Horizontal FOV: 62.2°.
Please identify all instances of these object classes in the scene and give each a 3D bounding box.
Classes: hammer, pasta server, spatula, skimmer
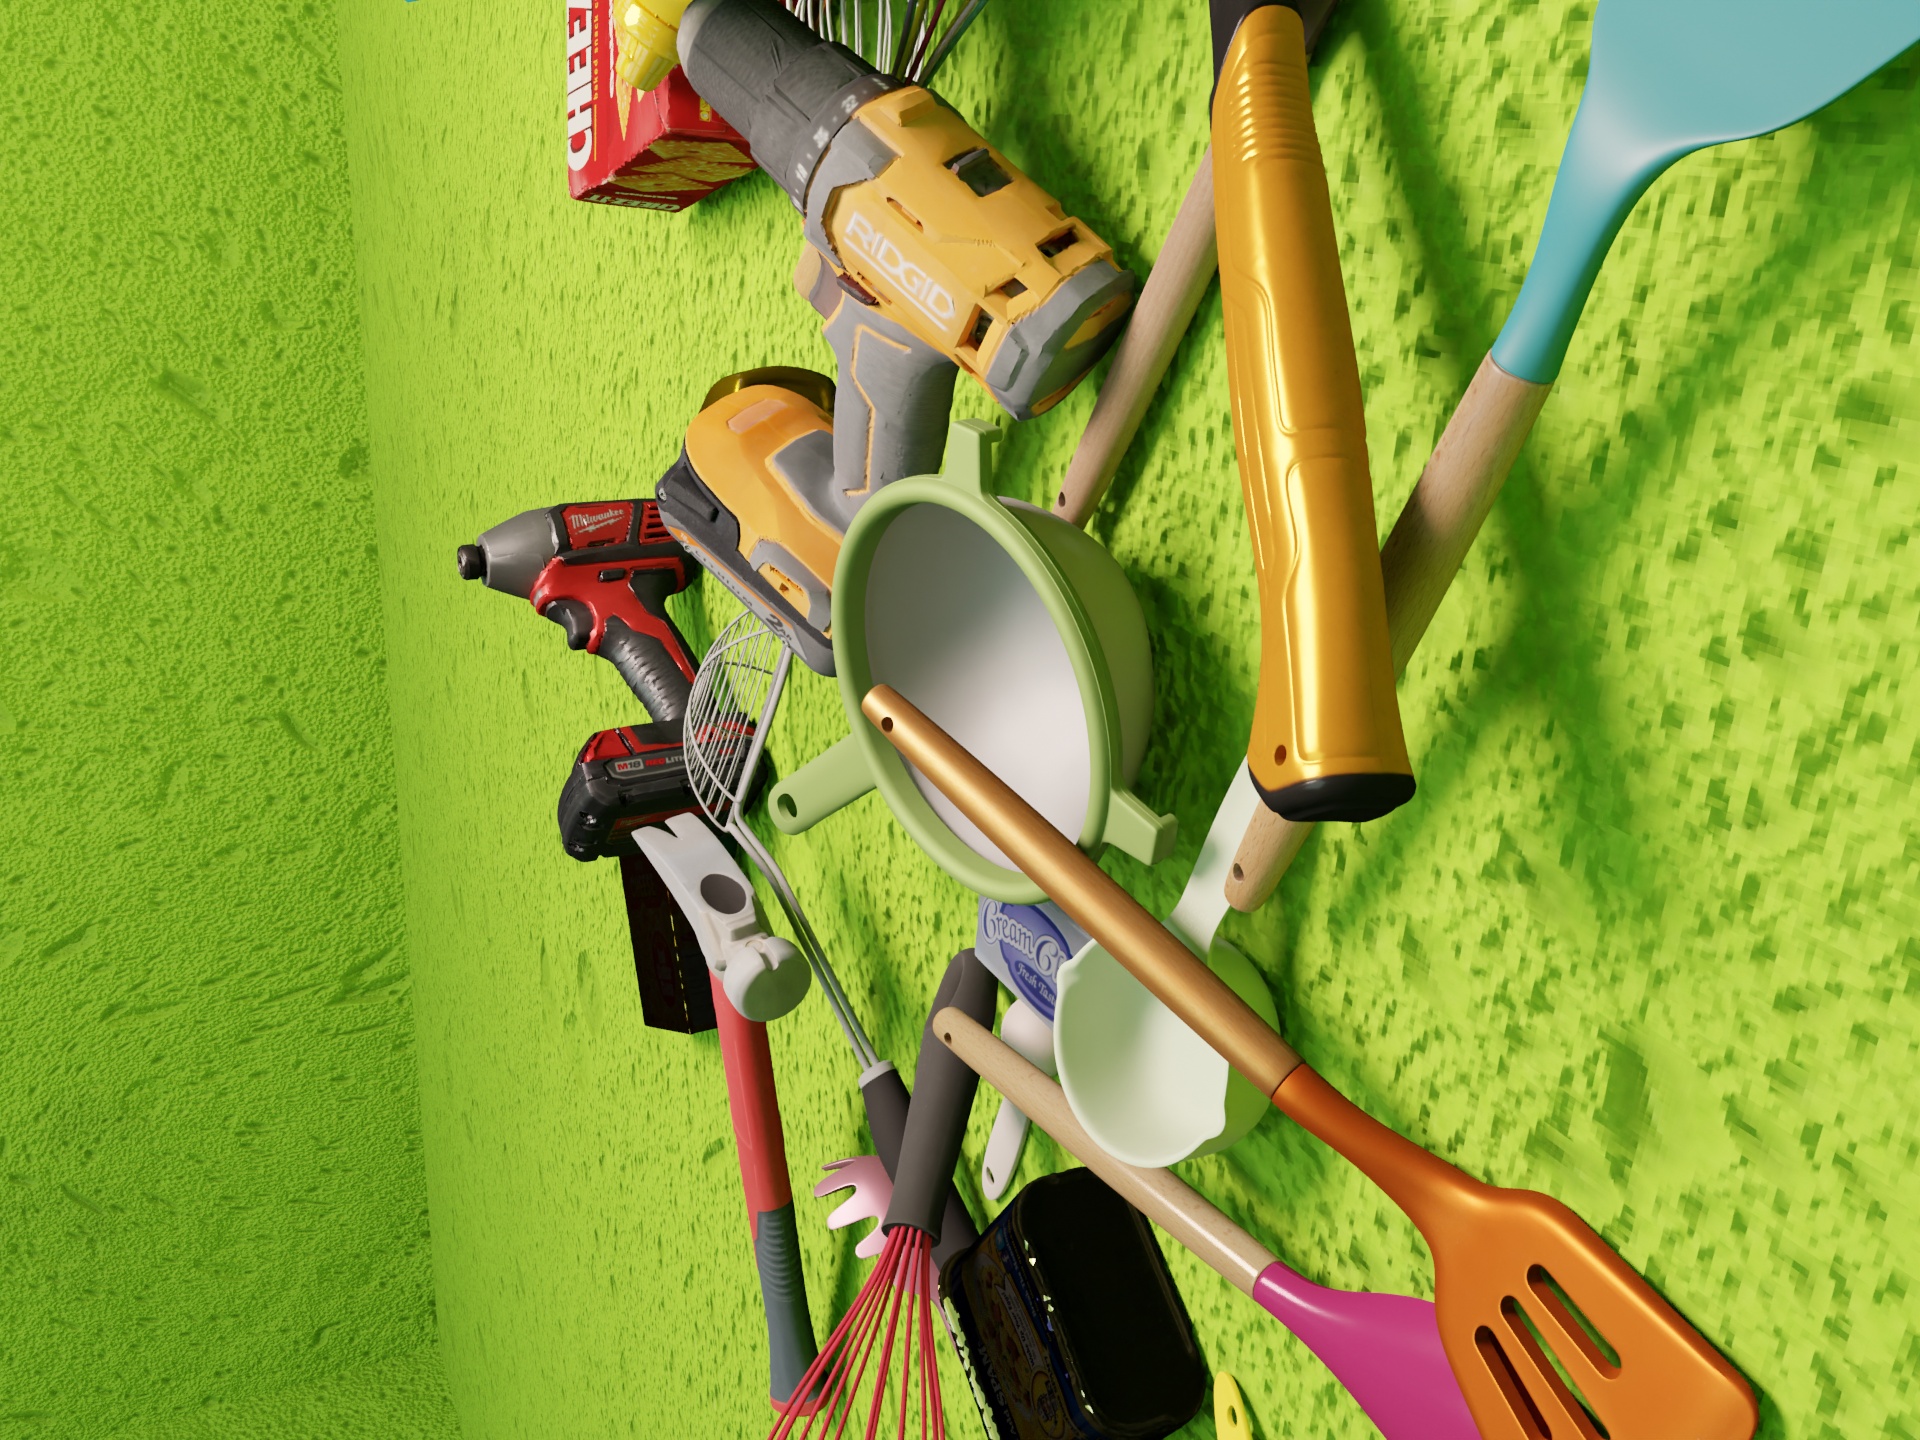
[{"bbox_3d":[0.080,-0.143,0.392,0.127,0.034,0.337,147,121,-65],"label":"hammer"},{"bbox_3d":[0.019,0.318,0.691,0.040,0.060,0.317,-43,53,15],"label":"pasta server"},{"bbox_3d":[0.127,-0.059,0.367,0.082,0.044,0.317,61,148,37],"label":"spatula"},{"bbox_3d":[0.072,0.089,0.457,0.323,0.041,0.081,42,123,27],"label":"spatula"},{"bbox_3d":[0.082,-0.172,0.457,0.315,0.018,0.060,113,145,-45],"label":"spatula"},{"bbox_3d":[-0.111,0.232,0.852,0.143,0.038,0.386,43,144,47],"label":"hammer"},{"bbox_3d":[-0.042,0.105,0.770,0.363,0.090,0.127,61,153,18],"label":"skimmer"}]

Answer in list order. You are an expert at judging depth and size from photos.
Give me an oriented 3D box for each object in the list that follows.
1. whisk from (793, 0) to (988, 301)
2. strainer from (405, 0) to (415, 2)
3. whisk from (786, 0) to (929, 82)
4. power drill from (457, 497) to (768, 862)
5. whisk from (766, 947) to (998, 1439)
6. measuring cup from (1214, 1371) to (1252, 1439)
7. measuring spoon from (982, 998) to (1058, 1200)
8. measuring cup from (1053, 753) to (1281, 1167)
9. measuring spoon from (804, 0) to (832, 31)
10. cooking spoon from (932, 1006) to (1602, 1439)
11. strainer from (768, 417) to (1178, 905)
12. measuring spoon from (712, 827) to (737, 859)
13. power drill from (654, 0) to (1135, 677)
[{"bbox_3d":[-0.015,-0.242,0.565,0.245,0.051,0.047,-53,9,48],"label":"whisk"},{"bbox_3d":[-0.027,-0.334,0.491,0.340,0.095,0.211,-22,46,30],"label":"strainer"},{"bbox_3d":[-0.040,-0.205,0.667,0.059,0.057,0.246,-128,34,-58],"label":"whisk"},{"bbox_3d":[-0.208,-0.035,0.945,0.078,0.143,0.220,-53,52,51],"label":"power drill"},{"bbox_3d":[-0.024,0.211,0.596,0.073,0.073,0.296,119,169,-50],"label":"whisk"},{"bbox_3d":[0.113,0.293,0.518,0.062,0.029,0.157,118,149,-50],"label":"measuring cup"},{"bbox_3d":[0.018,0.165,0.673,0.034,0.018,0.124,55,144,43],"label":"measuring spoon"},{"bbox_3d":[0.086,0.064,0.503,0.083,0.038,0.167,40,115,44],"label":"measuring cup"},{"bbox_3d":[-0.068,-0.320,0.738,0.117,0.011,0.021,-41,53,56],"label":"measuring spoon"},{"bbox_3d":[0.082,0.168,0.515,0.319,0.017,0.068,28,122,51],"label":"cooking spoon"},{"bbox_3d":[-0.001,-0.002,0.598,0.256,0.069,0.151,-32,81,58],"label":"strainer"},{"bbox_3d":[-0.131,0.110,0.974,0.129,0.021,0.042,61,147,21],"label":"measuring spoon"},{"bbox_3d":[-0.051,-0.141,0.601,0.185,0.084,0.226,44,143,8],"label":"power drill"}]
